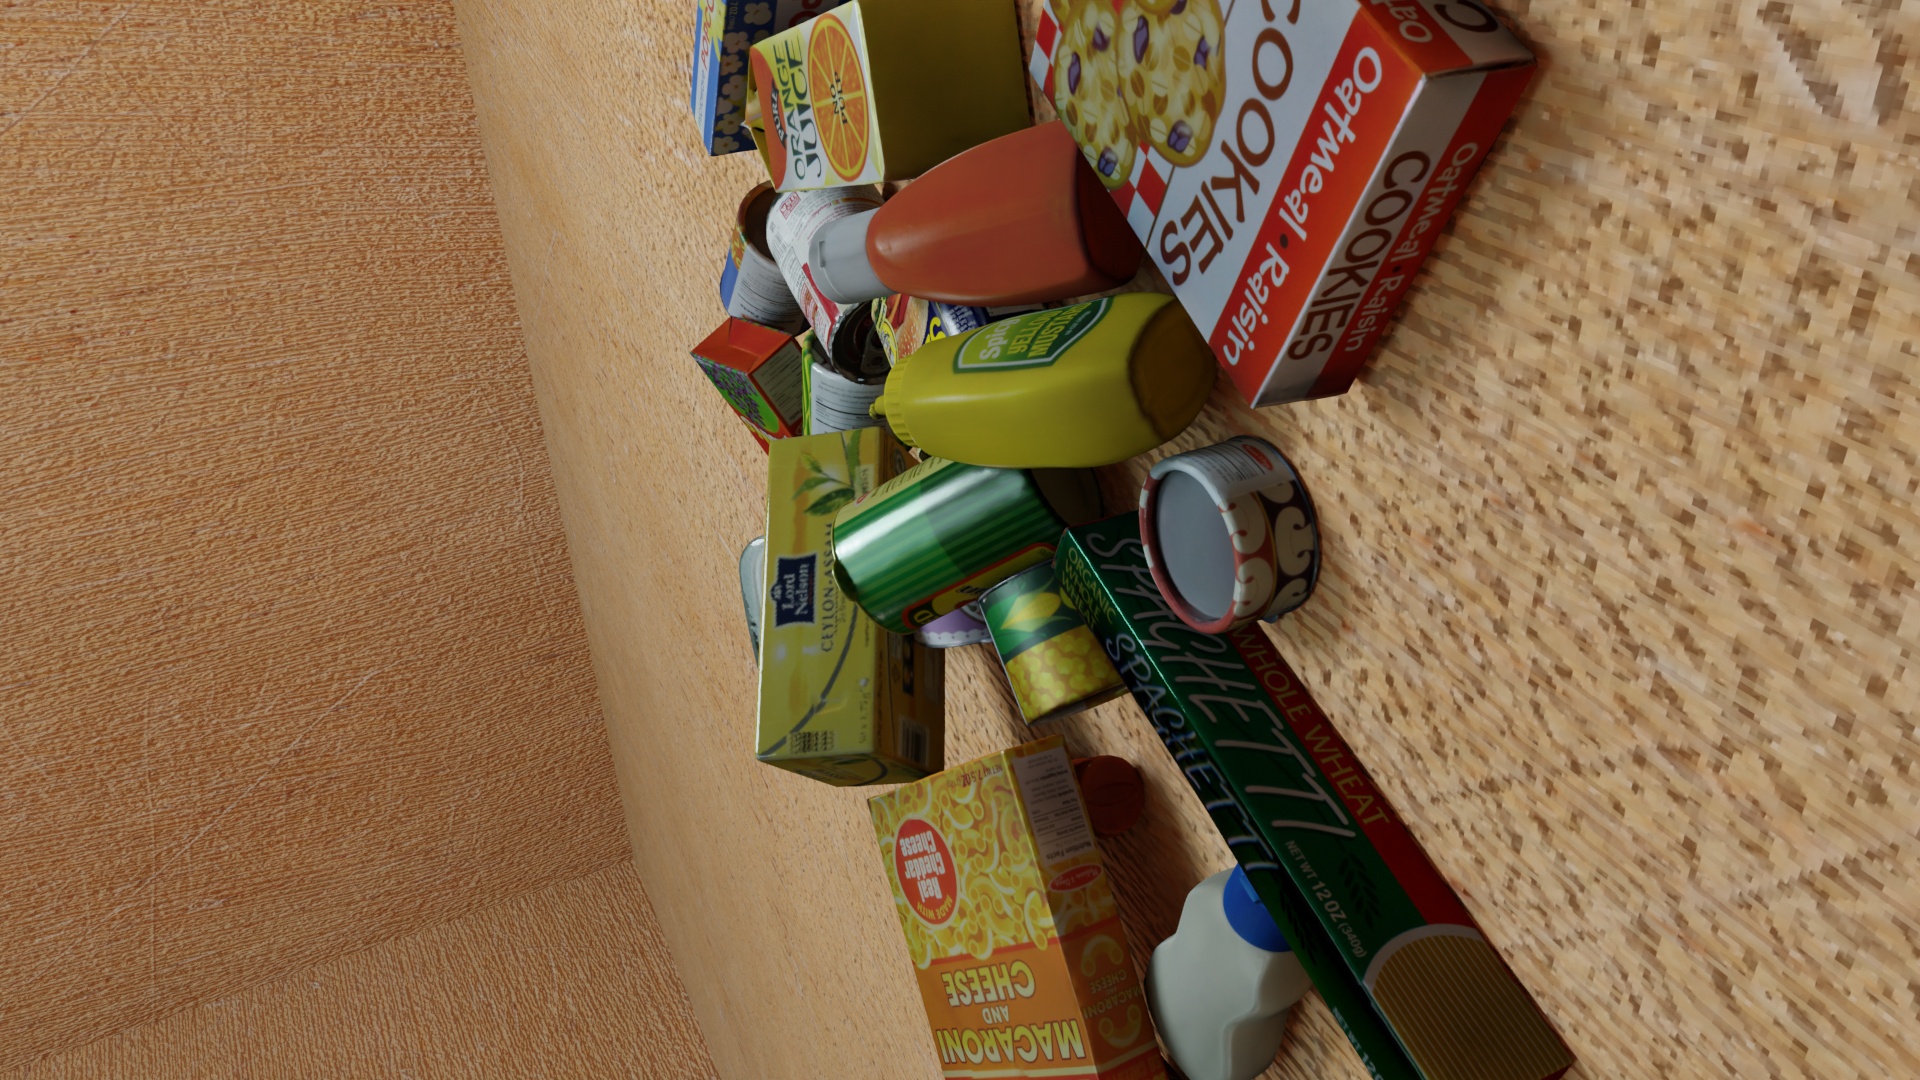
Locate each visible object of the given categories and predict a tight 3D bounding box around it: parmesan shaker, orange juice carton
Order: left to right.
[{"bbox_3d":[-0.043,-0.204,0.646,0.193,0.072,0.072,25,127,63],"label":"orange juice carton"},{"bbox_3d":[0.002,-0.008,0.604,0.103,0.071,0.071,-28,75,29],"label":"parmesan shaker"}]

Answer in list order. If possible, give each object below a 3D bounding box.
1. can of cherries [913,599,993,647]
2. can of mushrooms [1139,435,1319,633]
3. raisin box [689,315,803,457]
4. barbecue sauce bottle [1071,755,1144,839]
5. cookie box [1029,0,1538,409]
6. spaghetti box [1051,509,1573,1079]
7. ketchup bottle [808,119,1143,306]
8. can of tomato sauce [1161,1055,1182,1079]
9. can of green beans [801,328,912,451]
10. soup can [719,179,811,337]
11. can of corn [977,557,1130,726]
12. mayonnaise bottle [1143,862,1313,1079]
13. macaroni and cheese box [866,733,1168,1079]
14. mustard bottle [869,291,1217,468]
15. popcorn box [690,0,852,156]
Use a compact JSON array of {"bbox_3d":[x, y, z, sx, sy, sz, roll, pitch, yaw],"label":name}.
[{"bbox_3d":[0.005,0.016,0.687,0.071,0.072,0.058,-168,66,-67],"label":"can of cherries"},{"bbox_3d":[0.094,0.000,0.495,0.071,0.033,0.070,48,146,48],"label":"can of mushrooms"},{"bbox_3d":[-0.101,-0.074,0.850,0.086,0.040,0.123,24,153,53],"label":"raisin box"},{"bbox_3d":[0.036,0.131,0.699,0.148,0.065,0.044,-23,74,60],"label":"barbecue sauce bottle"},{"bbox_3d":[0.083,-0.142,0.416,0.122,0.040,0.168,105,144,-54],"label":"cookie box"},{"bbox_3d":[0.110,0.084,0.490,0.251,0.050,0.028,59,153,35],"label":"spaghetti box"},{"bbox_3d":[0.001,-0.121,0.549,0.148,0.043,0.064,-2,89,42],"label":"ketchup bottle"},{"bbox_3d":[0.092,0.289,0.655,0.083,0.071,0.070,40,141,50],"label":"can of tomato sauce"},{"bbox_3d":[-0.055,-0.084,0.768,0.071,0.071,0.057,55,151,40],"label":"can of green beans"},{"bbox_3d":[-0.108,-0.172,0.843,0.071,0.071,0.083,69,158,13],"label":"soup can"},{"bbox_3d":[0.050,0.040,0.593,0.058,0.071,0.071,69,158,13],"label":"can of corn"},{"bbox_3d":[0.113,0.164,0.553,0.065,0.041,0.147,59,153,35],"label":"mayonnaise bottle"},{"bbox_3d":[0.024,0.185,0.643,0.123,0.040,0.166,-31,72,51],"label":"macaroni and cheese box"},{"bbox_3d":[0.017,-0.057,0.535,0.160,0.065,0.048,-2,126,42],"label":"mustard bottle"},{"bbox_3d":[-0.089,-0.256,0.706,0.126,0.085,0.038,117,134,-61],"label":"popcorn box"}]
